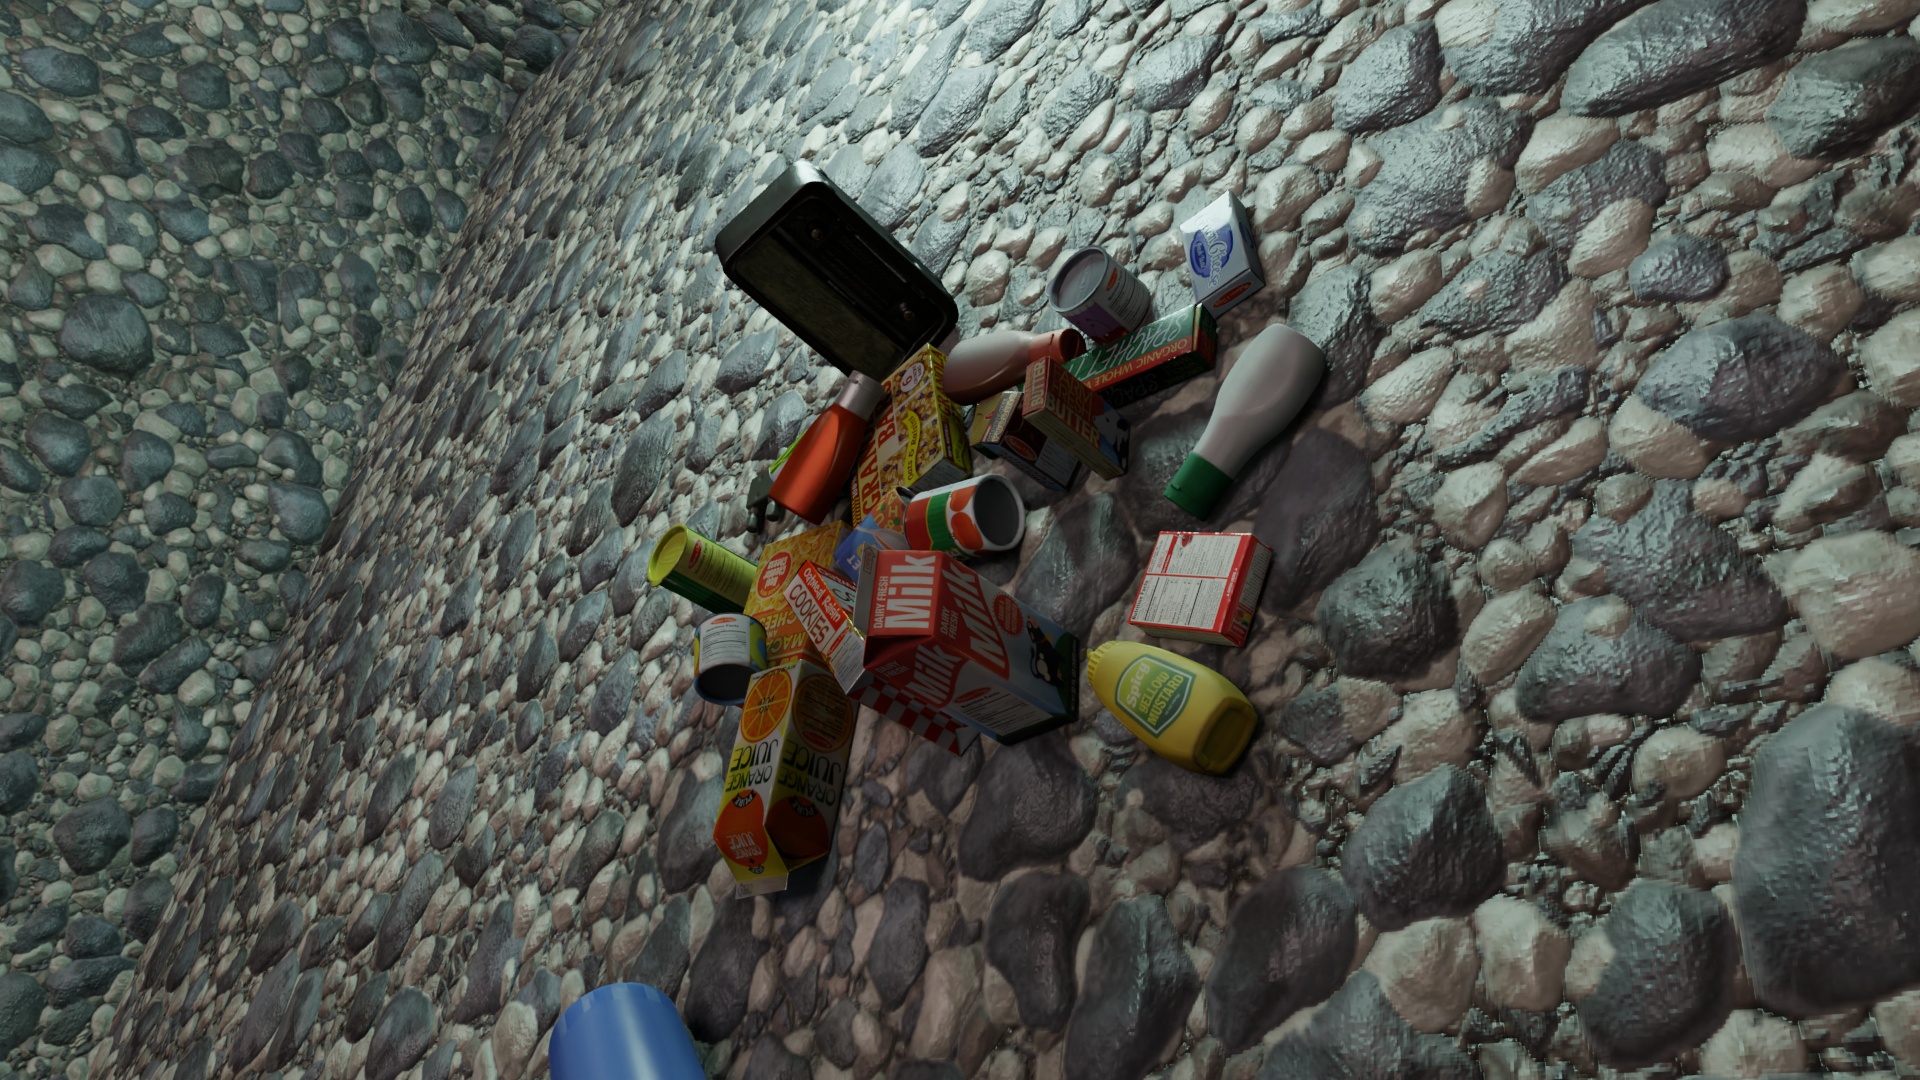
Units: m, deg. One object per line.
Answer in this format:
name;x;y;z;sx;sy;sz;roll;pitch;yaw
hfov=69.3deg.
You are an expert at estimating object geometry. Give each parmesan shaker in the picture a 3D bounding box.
parmesan shaker;-0.259;0.038;1.417;0.071;0.103;0.072;-32;41;33

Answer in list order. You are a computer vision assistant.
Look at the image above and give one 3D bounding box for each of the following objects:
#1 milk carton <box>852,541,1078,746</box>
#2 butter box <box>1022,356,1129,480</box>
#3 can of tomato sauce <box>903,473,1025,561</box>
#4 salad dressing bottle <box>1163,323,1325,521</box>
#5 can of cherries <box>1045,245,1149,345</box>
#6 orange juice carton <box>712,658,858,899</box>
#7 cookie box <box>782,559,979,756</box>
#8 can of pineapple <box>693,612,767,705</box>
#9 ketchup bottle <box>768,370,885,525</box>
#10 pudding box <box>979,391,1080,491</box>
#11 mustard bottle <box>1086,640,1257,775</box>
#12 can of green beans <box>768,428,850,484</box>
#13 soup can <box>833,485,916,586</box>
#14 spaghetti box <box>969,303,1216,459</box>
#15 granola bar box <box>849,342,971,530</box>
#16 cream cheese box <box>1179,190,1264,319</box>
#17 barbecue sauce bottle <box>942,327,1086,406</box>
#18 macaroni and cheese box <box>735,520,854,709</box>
milk carton;-0.004;0.072;0.994;0.073;0.190;0.073;-27;44;36
butter box;0.092;-0.095;1.089;0.024;0.103;0.053;-24;46;39
can of tomato sauce;0.004;-0.015;1.168;0.083;0.071;0.071;-14;53;45
salad dressing bottle;0.202;-0.083;0.997;0.147;0.044;0.064;-55;36;5
can of cherries;0.117;-0.209;1.189;0.071;0.058;0.072;-31;43;34
orange juice carton;-0.149;0.205;1.172;0.071;0.073;0.193;-21;49;41
cookie box;-0.063;0.090;1.113;0.040;0.123;0.168;-52;34;7
can of pineapple;-0.208;0.109;1.258;0.070;0.071;0.058;-37;39;27
ketchup bottle;-0.125;-0.092;1.335;0.065;0.043;0.149;30;90;39
pudding box;0.061;-0.081;1.132;0.030;0.083;0.050;9;71;54
mustard bottle;0.127;0.102;0.933;0.065;0.048;0.160;-58;34;-4
can of green beans;-0.150;-0.071;1.403;0.057;0.071;0.071;-42;37;20
soup can;-0.061;0.003;1.231;0.083;0.071;0.071;-48;35;13
spaghetti box;0.107;-0.129;1.164;0.249;0.028;0.050;-20;49;42
granola bar box;-0.052;-0.092;1.322;0.124;0.039;0.166;-38;39;27
cream cheese box;0.210;-0.232;1.122;0.053;0.024;0.104;-32;41;31
barbecue sauce bottle;0.048;-0.161;1.250;0.148;0.043;0.065;-6;59;48
macaroni and cheese box;-0.158;0.073;1.320;0.123;0.040;0.167;-17;50;43
